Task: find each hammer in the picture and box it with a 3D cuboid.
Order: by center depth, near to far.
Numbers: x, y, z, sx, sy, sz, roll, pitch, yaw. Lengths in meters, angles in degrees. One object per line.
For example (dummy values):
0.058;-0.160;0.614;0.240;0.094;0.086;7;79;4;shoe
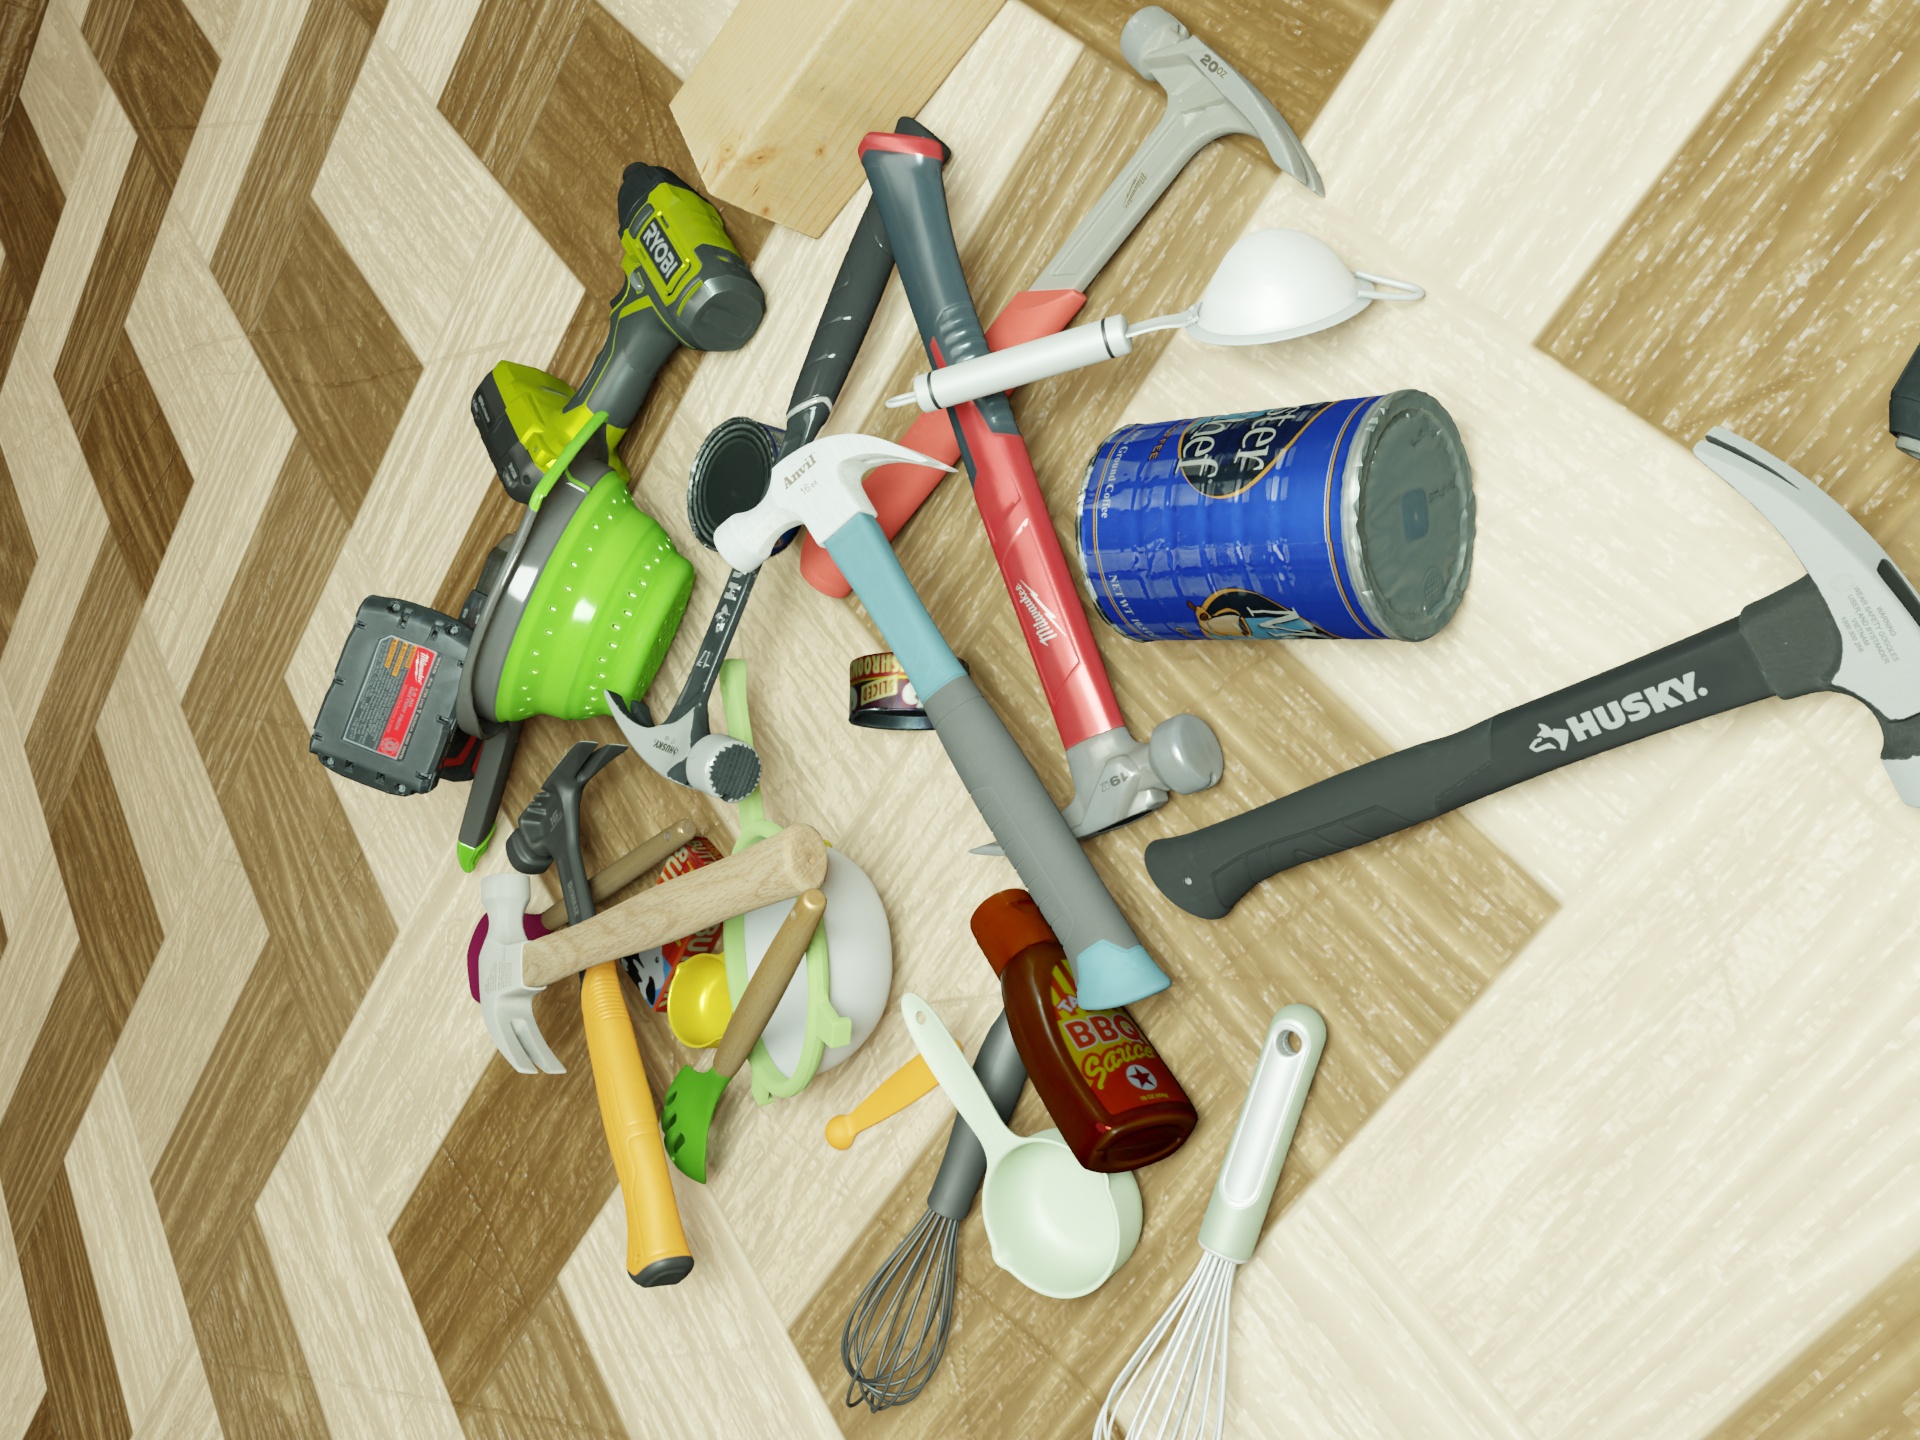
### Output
0.204;0.012;0.640;0.335;0.035;0.146;-28;93;42;hammer
-0.001;-0.002;0.781;0.128;0.033;0.331;-38;72;22;hammer
0.008;-0.124;0.821;0.143;0.038;0.386;-27;76;37;hammer
0.031;-0.193;0.853;0.359;0.036;0.149;-48;55;27;hammer
-0.184;0.118;0.894;0.331;0.031;0.130;-24;65;43;hammer
-0.096;-0.158;0.917;0.149;0.036;0.409;16;84;51;hammer
-0.212;0.174;0.966;0.127;0.034;0.337;-47;50;34;hammer

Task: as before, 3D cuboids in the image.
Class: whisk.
0.114;0.243;0.708;0.058;0.059;0.246;20;93;31;whisk
-0.009;0.251;0.822;0.055;0.055;0.239;27;99;42;whisk

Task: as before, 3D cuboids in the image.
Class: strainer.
0.080;-0.183;0.743;0.258;0.050;0.087;-12;31;21;strainer
-0.089;0.081;0.900;0.151;0.069;0.257;131;132;-56;strainer

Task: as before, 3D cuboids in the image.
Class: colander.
-0.261;-0.014;1.063;0.205;0.094;0.396;-71;8;-49;colander

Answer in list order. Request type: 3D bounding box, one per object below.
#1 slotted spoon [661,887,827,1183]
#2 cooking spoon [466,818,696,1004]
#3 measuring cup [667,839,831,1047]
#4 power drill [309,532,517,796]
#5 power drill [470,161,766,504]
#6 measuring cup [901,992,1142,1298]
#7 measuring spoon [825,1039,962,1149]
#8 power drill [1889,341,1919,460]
-0.123;0.175;0.871;0.313;0.031;0.070;120;141;-47;slotted spoon
-0.266;0.128;1.081;0.319;0.017;0.069;-32;63;43;cooking spoon
-0.119;0.134;0.962;0.156;0.029;0.062;-51;53;11;measuring cup
-0.348;-0.042;1.091;0.227;0.080;0.188;-129;61;-85;power drill
-0.238;-0.261;1.089;0.223;0.080;0.171;-47;56;24;power drill
0.027;0.201;0.783;0.083;0.038;0.168;-48;65;27;measuring cup
-0.039;0.207;0.879;0.117;0.011;0.021;-42;58;31;measuring spoon
0.414;-0.134;0.462;0.229;0.080;0.190;39;110;42;power drill
